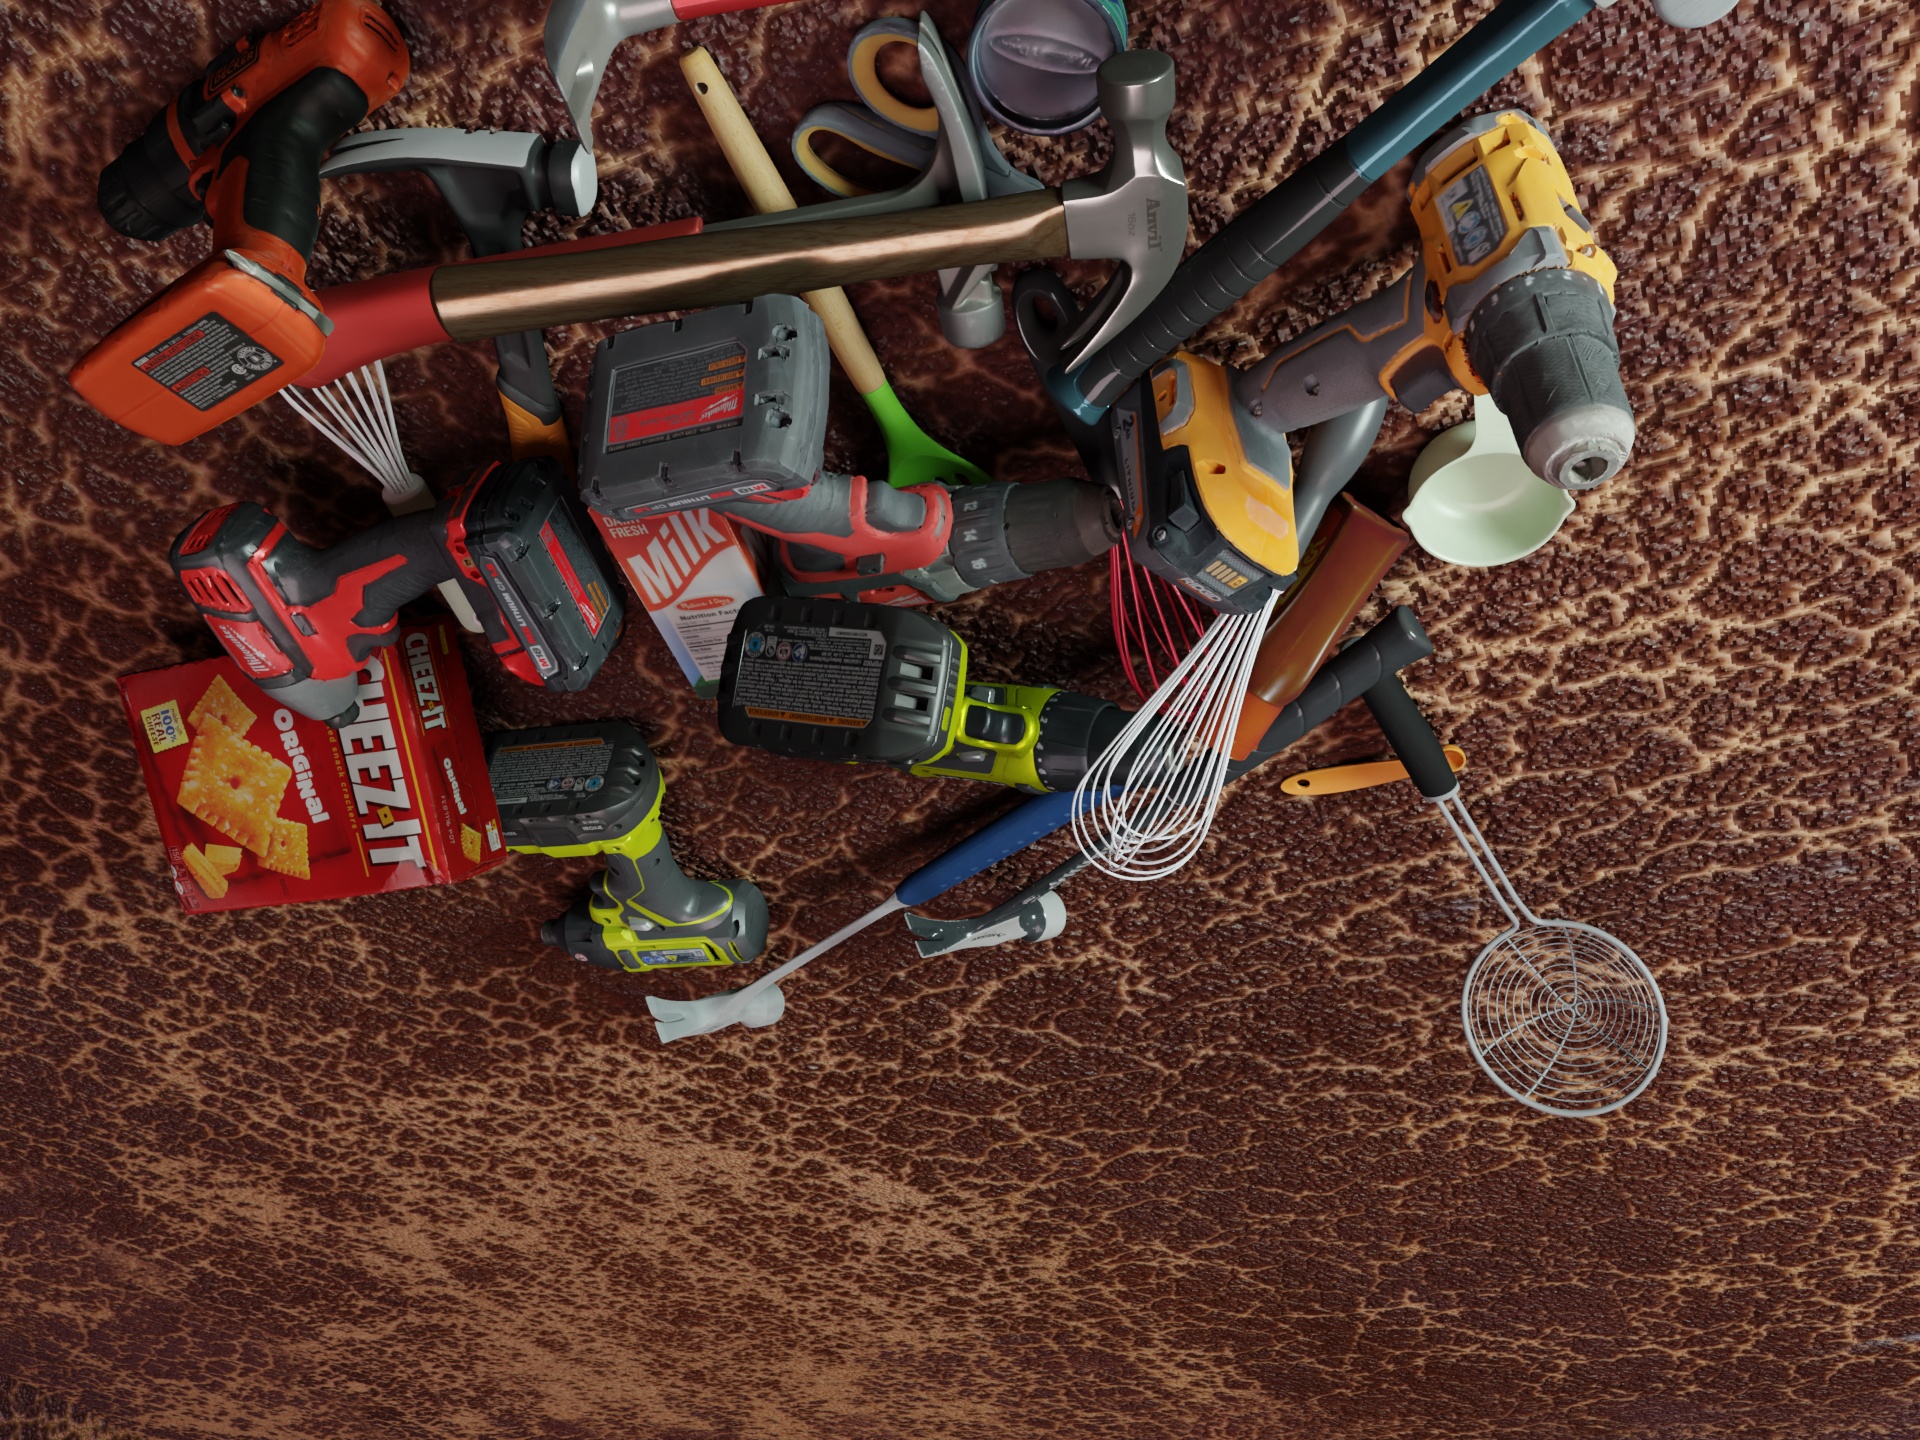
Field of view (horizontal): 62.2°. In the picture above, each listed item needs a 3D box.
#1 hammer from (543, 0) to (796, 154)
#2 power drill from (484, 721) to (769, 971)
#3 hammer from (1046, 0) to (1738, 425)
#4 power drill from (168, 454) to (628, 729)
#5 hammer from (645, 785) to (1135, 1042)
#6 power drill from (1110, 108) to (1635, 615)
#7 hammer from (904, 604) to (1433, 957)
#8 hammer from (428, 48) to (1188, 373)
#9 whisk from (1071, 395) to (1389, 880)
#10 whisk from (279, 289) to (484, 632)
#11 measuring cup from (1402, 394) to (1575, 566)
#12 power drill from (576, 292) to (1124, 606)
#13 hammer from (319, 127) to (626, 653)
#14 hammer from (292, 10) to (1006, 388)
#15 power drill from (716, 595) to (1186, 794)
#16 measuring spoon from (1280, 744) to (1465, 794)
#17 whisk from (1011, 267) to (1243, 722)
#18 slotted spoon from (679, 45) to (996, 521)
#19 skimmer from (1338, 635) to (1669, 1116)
[{"bbox_3d":[0.035,-0.292,0.589,0.386,0.143,0.038,-6,140,10],"label":"hammer"},{"bbox_3d":[-0.251,0.103,1.119,0.171,0.080,0.223,-5,140,14],"label":"power drill"},{"bbox_3d":[0.152,-0.221,0.649,0.033,0.128,0.331,33,136,-24],"label":"hammer"},{"bbox_3d":[-0.305,-0.062,0.873,0.219,0.079,0.143,-7,129,15],"label":"power drill"},{"bbox_3d":[-0.047,0.125,1.082,0.405,0.035,0.144,-33,162,27],"label":"hammer"},{"bbox_3d":[0.176,-0.132,0.689,0.084,0.186,0.226,26,135,-35],"label":"power drill"},{"bbox_3d":[0.122,0.049,0.968,0.149,0.036,0.409,-5,154,-45],"label":"hammer"},{"bbox_3d":[-0.068,-0.199,0.691,0.331,0.031,0.129,-6,137,8],"label":"hammer"},{"bbox_3d":[0.139,-0.047,0.799,0.070,0.070,0.284,24,98,-17],"label":"whisk"},{"bbox_3d":[-0.316,-0.136,0.888,0.059,0.058,0.246,28,152,32],"label":"whisk"},{"bbox_3d":[0.258,-0.149,0.776,0.083,0.038,0.167,-2,136,12],"label":"measuring cup"},{"bbox_3d":[-0.045,-0.110,0.745,0.188,0.080,0.226,-5,164,28],"label":"power drill"},{"bbox_3d":[-0.235,-0.156,0.854,0.127,0.034,0.336,5,139,3],"label":"hammer"},{"bbox_3d":[-0.165,-0.213,0.728,0.359,0.037,0.149,-7,137,9],"label":"hammer"},{"bbox_3d":[-0.001,-0.003,0.863,0.191,0.080,0.228,6,174,33],"label":"power drill"},{"bbox_3d":[0.258,0.030,1.000,0.117,0.011,0.021,-12,127,27],"label":"measuring spoon"},{"bbox_3d":[0.088,-0.107,0.840,0.073,0.073,0.295,-12,129,22],"label":"whisk"},{"bbox_3d":[-0.053,-0.189,0.792,0.070,0.031,0.313,-12,133,22],"label":"slotted spoon"},{"bbox_3d":[0.320,0.102,0.975,0.127,0.090,0.363,-20,123,30],"label":"skimmer"}]
